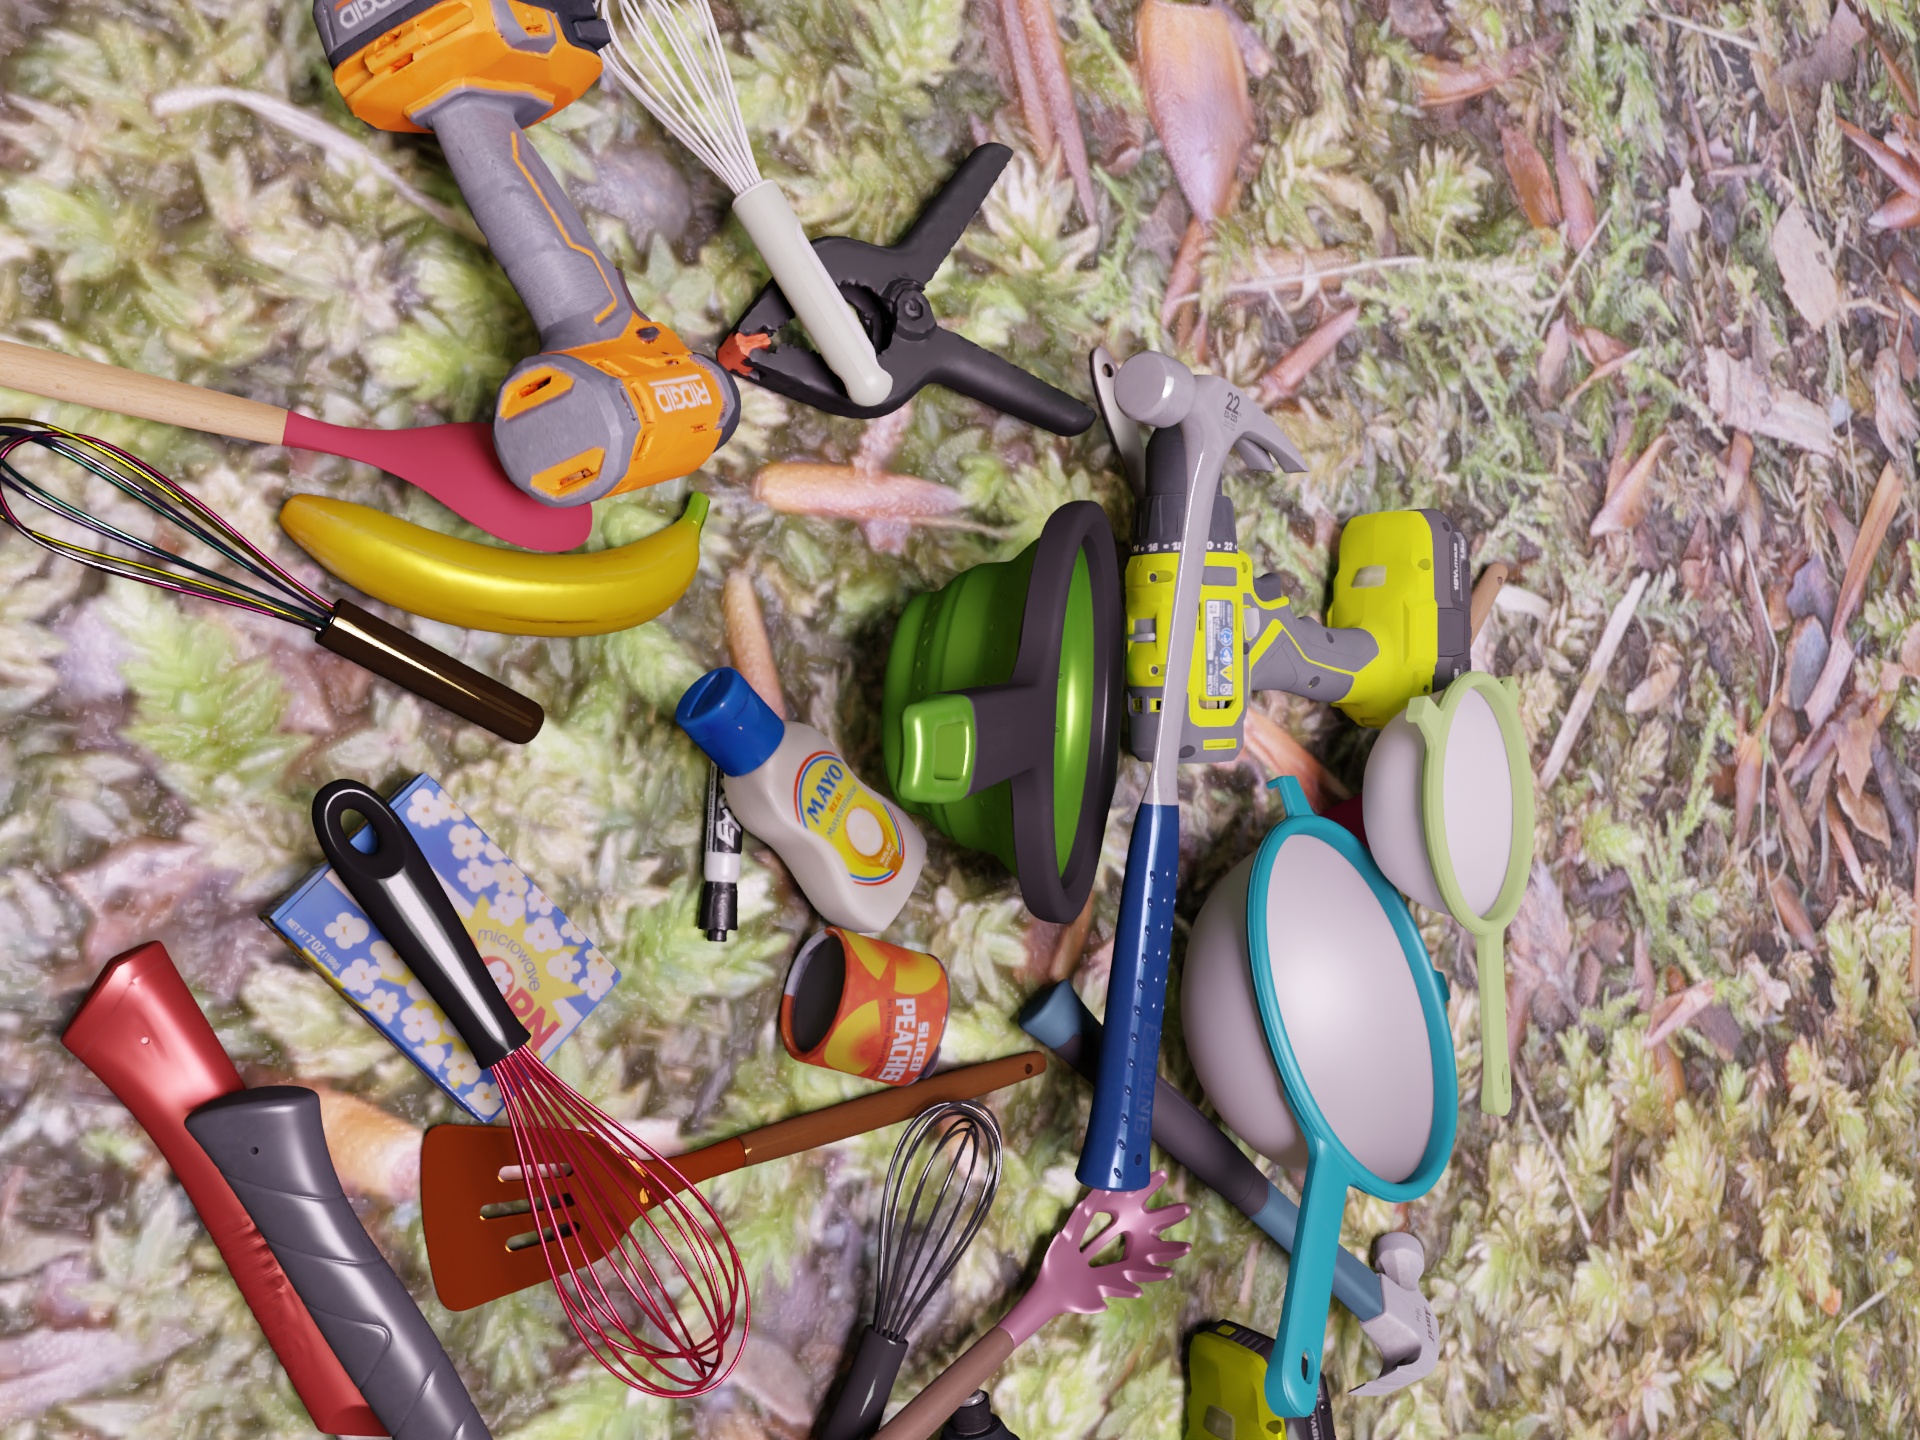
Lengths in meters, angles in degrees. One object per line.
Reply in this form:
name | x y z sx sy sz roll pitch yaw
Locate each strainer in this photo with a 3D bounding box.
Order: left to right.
strainer | 0.167 0.206 0.838 0.210 0.095 0.341 50 40 -23
strainer | 0.279 0.100 0.923 0.151 0.069 0.256 -10 96 -52

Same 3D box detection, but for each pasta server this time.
pasta server | 0.008 0.312 0.765 0.316 0.040 0.060 -25 78 -45

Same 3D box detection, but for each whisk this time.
whisk | -0.282 -0.050 0.654 0.244 0.051 0.047 32 91 -31
whisk | -0.174 0.151 0.645 0.073 0.073 0.296 -35 98 -30
whisk | -0.103 -0.259 0.762 0.059 0.058 0.246 -31 95 7
whisk | -0.038 0.296 0.763 0.055 0.055 0.239 27 79 -28

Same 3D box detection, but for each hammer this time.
hammer | -0.245 0.249 0.642 0.149 0.037 0.359 -28 100 -29
hammer | -0.181 0.319 0.620 0.149 0.036 0.409 -29 97 -6
hammer | 0.106 0.031 0.803 0.144 0.035 0.405 6 91 -50
hammer | 0.154 0.255 0.882 0.330 0.033 0.128 43 26 -15

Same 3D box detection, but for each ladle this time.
ladle | -0.300 -0.124 0.641 0.315 0.031 0.069 11 45 -25

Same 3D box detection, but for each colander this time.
colander | -0.001 -0.002 0.702 0.397 0.094 0.204 -12 105 -76

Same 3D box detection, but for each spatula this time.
spatula | -0.090 0.198 0.760 0.322 0.041 0.081 -7 91 -37

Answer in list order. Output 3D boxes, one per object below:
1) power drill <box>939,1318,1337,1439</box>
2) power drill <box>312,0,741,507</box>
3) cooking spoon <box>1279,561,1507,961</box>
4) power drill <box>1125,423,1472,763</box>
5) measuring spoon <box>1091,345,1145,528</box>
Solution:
power drill | 0.087 0.404 0.821 0.223 0.080 0.171 -8 91 -30
power drill | -0.171 -0.211 0.697 0.226 0.084 0.164 68 22 -8
cooking spoon | 0.285 0.016 1.021 0.068 0.017 0.319 44 64 -22
power drill | 0.192 -0.074 0.929 0.228 0.080 0.190 -1 92 -33
measuring spoon | 0.103 -0.158 0.921 0.034 0.018 0.124 -25 99 -32
